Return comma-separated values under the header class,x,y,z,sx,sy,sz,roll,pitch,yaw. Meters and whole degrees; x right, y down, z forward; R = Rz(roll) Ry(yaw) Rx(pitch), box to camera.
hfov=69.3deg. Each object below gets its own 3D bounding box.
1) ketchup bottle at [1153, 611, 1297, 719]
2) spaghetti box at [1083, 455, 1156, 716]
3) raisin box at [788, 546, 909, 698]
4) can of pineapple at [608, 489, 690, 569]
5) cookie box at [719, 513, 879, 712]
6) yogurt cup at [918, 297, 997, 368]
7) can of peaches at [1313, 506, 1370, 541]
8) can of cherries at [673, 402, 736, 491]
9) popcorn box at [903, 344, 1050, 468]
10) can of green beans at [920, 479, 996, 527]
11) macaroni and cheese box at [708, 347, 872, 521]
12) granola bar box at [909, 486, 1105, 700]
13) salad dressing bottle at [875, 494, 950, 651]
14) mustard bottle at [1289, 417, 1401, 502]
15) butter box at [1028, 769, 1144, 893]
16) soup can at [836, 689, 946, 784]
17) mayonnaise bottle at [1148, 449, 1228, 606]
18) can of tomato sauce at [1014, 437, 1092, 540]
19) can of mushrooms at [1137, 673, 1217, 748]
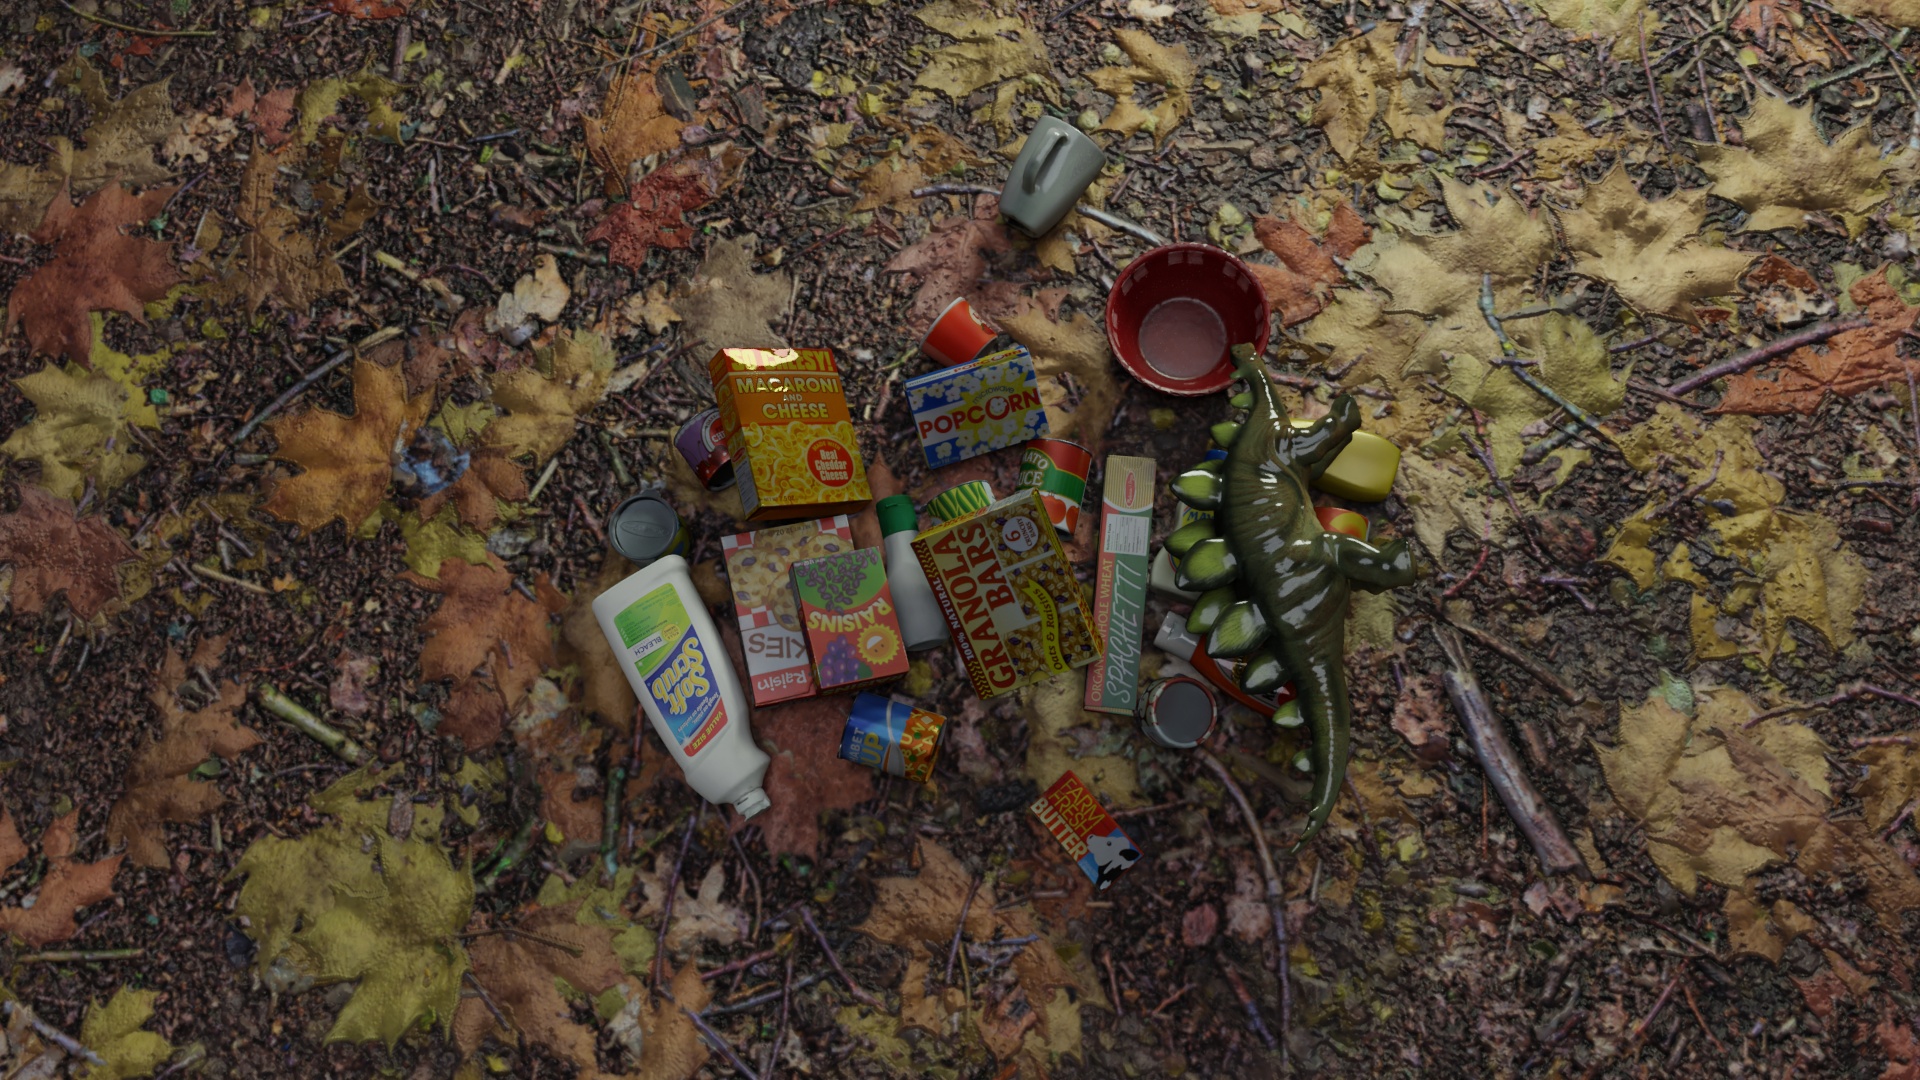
class,x,y,z,sx,sy,sz,roll,pitch,yaw
ketchup bottle,0.254,0.113,1.289,0.149,0.043,0.065,25,83,10
spaghetti box,0.152,0.042,1.322,0.050,0.028,0.250,6,76,5
raisin box,-0.104,0.075,1.279,0.086,0.040,0.123,-10,73,-17
can of pineapple,-0.299,-0.008,1.349,0.071,0.057,0.071,-1,75,3
cookie box,-0.151,0.068,1.316,0.123,0.040,0.168,-11,74,-12
yogurt cup,0.000,-0.199,1.378,0.054,0.072,0.072,41,81,4
can of peaches,0.344,0.005,1.299,0.071,0.071,0.058,12,76,7
can of cherries,-0.237,-0.091,1.360,0.071,0.071,0.058,-36,76,-6
popcorn box,0.016,-0.129,1.349,0.127,0.038,0.085,-17,113,-1
can of green beans,0.007,-0.018,1.328,0.071,0.071,0.058,-21,76,-2
macaroni and cheese box,-0.164,-0.106,1.343,0.124,0.040,0.167,-5,71,-36
granola bar box,0.044,0.051,1.273,0.124,0.039,0.165,-21,99,16
salad dressing bottle,-0.048,0.030,1.331,0.064,0.044,0.148,-15,74,6
mustard bottle,0.337,-0.086,1.334,0.160,0.048,0.065,19,77,9
butter box,0.114,0.265,1.267,0.053,0.024,0.103,-40,76,-6
soup can,-0.063,0.183,1.277,0.084,0.071,0.071,16,77,7
mayonnaise bottle,0.229,-0.013,1.325,0.065,0.041,0.148,19,78,8
can of tomato sauce,0.084,-0.049,1.330,0.071,0.071,0.083,12,77,7
can of mushrooms,0.200,0.156,1.276,0.071,0.033,0.071,2,82,-15
